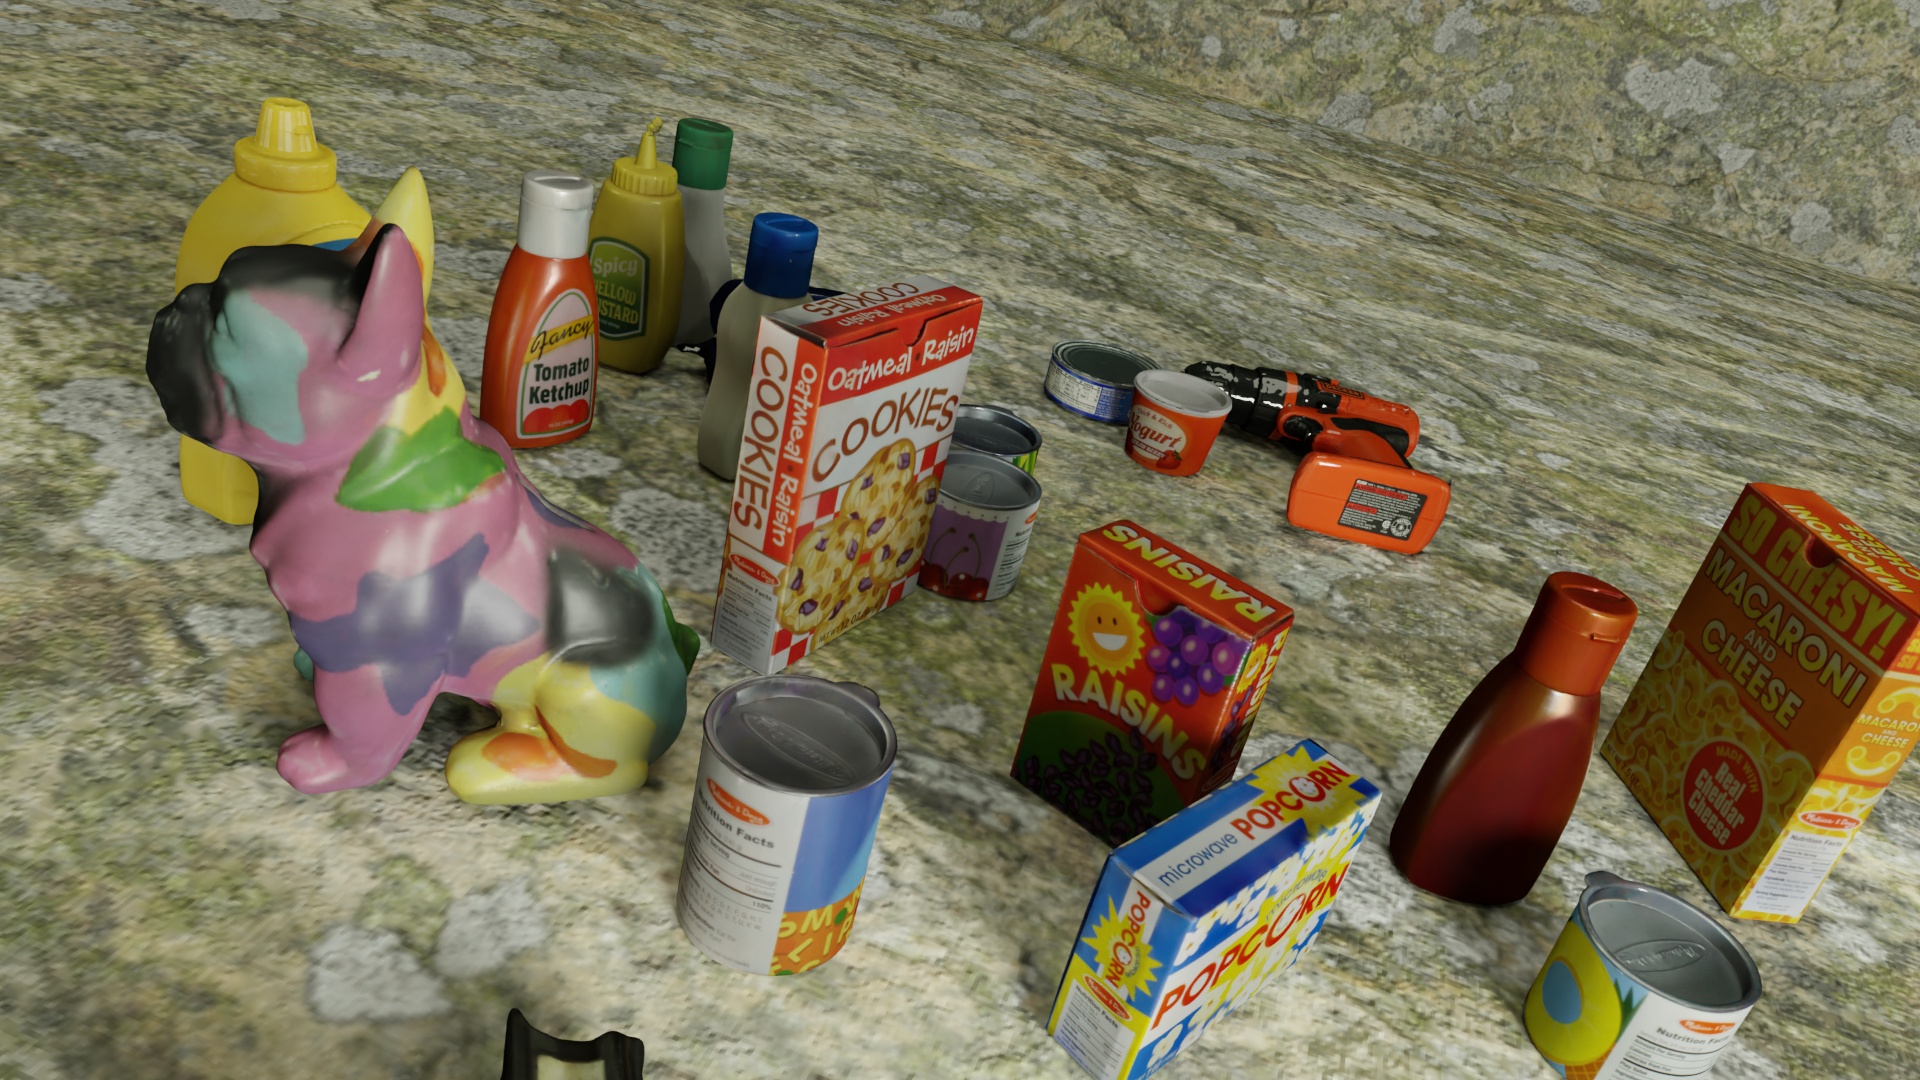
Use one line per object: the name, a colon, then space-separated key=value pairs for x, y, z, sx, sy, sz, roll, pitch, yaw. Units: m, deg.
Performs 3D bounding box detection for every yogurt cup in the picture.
yogurt cup: x=0.145 y=-0.080 z=0.948 sx=0.072 sy=0.053 sz=0.073 roll=11 pitch=28 yaw=-6

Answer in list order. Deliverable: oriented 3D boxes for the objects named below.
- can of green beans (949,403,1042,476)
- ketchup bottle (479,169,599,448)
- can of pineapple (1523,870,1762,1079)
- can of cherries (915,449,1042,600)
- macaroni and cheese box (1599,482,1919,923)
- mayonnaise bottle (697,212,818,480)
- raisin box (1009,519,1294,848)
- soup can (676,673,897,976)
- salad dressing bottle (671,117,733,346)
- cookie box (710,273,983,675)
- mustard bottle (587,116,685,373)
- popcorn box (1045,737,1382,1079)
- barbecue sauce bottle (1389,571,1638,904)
can of green beans: x=0.009 y=-0.040 z=0.808 sx=0.071 sy=0.057 sz=0.071 roll=11 pitch=28 yaw=-6
ketchup bottle: x=-0.227 y=-0.126 z=0.761 sx=0.043 sy=0.148 sz=0.065 roll=31 pitch=32 yaw=29
can of pineapple: x=0.257 y=0.172 z=0.529 sx=0.071 sy=0.057 sz=0.071 roll=11 pitch=28 yaw=-6
can of cherries: x=0.003 y=-0.009 z=0.748 sx=0.071 sy=0.058 sz=0.072 roll=11 pitch=28 yaw=-6
macaroni and cheese box: x=0.380 y=0.074 z=0.652 sx=0.040 sy=0.165 sz=0.124 roll=8 pitch=28 yaw=-11
mayonnaise bottle: x=-0.110 y=-0.108 z=0.784 sx=0.041 sy=0.147 sz=0.065 roll=32 pitch=32 yaw=30
raisin box: x=0.076 y=0.065 z=0.574 sx=0.086 sy=0.122 sz=0.040 roll=32 pitch=32 yaw=30
soup can: x=-0.061 y=0.099 z=0.491 sx=0.071 sy=0.083 sz=0.072 roll=11 pitch=28 yaw=-6
salad dressing bottle: x=-0.180 y=-0.205 z=0.931 sx=0.064 sy=0.147 sz=0.044 roll=26 pitch=30 yaw=21
cookie box: x=-0.052 y=-0.033 z=0.650 sx=0.040 sy=0.166 sz=0.123 roll=27 pitch=30 yaw=23
mustard bottle: x=-0.205 y=-0.187 z=0.872 sx=0.065 sy=0.159 sz=0.049 roll=17 pitch=28 yaw=7
popcorn box: x=0.093 y=0.132 z=0.499 sx=0.127 sy=0.084 sz=0.038 roll=-16 pitch=40 yaw=-44
barbecue sauce bottle: x=0.236 y=0.085 z=0.585 sx=0.065 sy=0.147 sz=0.044 roll=9 pitch=28 yaw=-9
